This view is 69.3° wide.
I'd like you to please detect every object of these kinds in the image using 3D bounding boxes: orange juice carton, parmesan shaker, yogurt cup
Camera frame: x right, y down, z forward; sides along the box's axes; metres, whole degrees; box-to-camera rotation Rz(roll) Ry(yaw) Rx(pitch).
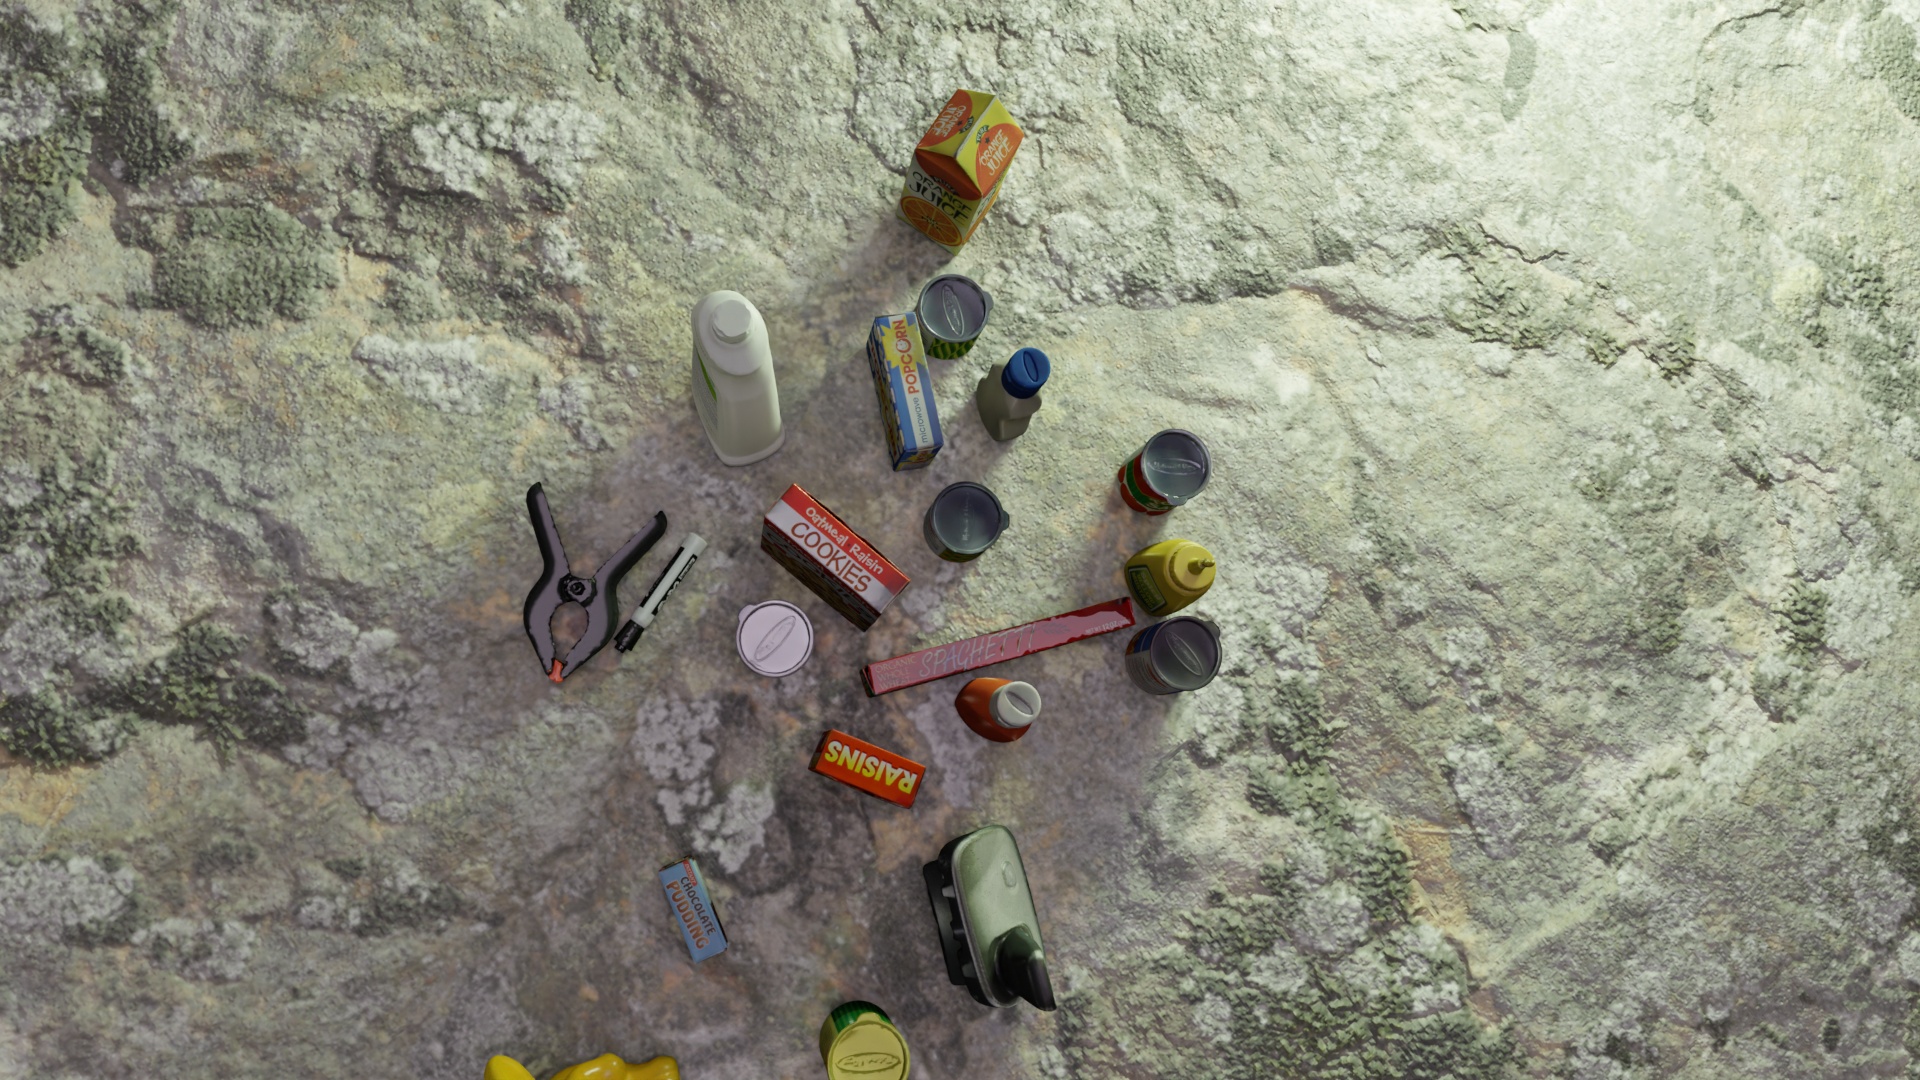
[{"bbox_3d":[0.000,-0.333,1.241,0.073,0.192,0.072,34,77,-2],"label":"orange juice carton"},{"bbox_3d":[-0.080,0.417,1.143,0.071,0.103,0.071,2,80,-9],"label":"parmesan shaker"},{"bbox_3d":[-0.163,0.088,1.212,0.072,0.054,0.072,2,80,-9],"label":"yogurt cup"}]

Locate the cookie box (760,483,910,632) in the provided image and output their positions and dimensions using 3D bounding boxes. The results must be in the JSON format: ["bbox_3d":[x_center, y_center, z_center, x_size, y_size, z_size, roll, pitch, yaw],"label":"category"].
[{"bbox_3d":[-0.109,0.018,1.175,0.123,0.167,0.040,40,77,-1],"label":"cookie box"}]

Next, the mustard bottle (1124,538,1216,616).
[{"bbox_3d":[0.190,0.029,1.226,0.049,0.160,0.065,-28,86,-12],"label":"mustard bottle"}]

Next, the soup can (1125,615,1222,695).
[{"bbox_3d":[0.193,0.103,1.253,0.071,0.083,0.071,2,80,-9],"label":"soup can"}]

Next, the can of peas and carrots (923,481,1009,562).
[{"bbox_3d":[0.004,-0.016,1.256,0.071,0.058,0.071,2,80,-9],"label":"can of peas and carrots"}]

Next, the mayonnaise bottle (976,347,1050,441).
[{"bbox_3d":[0.048,-0.134,1.237,0.041,0.148,0.065,-18,84,-12],"label":"mayonnaise bottle"}]

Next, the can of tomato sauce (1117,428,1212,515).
[{"bbox_3d":[0.187,-0.060,1.281,0.071,0.083,0.071,2,80,-9],"label":"can of tomato sauce"}]

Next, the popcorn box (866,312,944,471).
[{"bbox_3d":[-0.051,-0.133,1.253,0.038,0.085,0.127,-11,82,-11],"label":"popcorn box"}]

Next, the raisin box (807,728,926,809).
[{"bbox_3d":[-0.081,0.192,1.172,0.086,0.123,0.040,24,78,-5],"label":"raisin box"}]

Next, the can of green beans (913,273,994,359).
[{"bbox_3d":[-0.011,-0.206,1.287,0.071,0.057,0.071,2,80,-9],"label":"can of green beans"}]

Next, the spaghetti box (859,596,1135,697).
[{"bbox_3d":[0.033,0.095,1.245,0.250,0.050,0.028,-14,83,-11],"label":"spaghetti box"}]

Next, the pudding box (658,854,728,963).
[{"bbox_3d":[-0.224,0.309,1.166,0.030,0.049,0.084,-23,85,-12],"label":"pudding box"}]

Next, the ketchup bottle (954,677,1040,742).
[{"bbox_3d":[0.035,0.144,1.187,0.065,0.148,0.043,39,77,-1],"label":"ketchup bottle"}]
